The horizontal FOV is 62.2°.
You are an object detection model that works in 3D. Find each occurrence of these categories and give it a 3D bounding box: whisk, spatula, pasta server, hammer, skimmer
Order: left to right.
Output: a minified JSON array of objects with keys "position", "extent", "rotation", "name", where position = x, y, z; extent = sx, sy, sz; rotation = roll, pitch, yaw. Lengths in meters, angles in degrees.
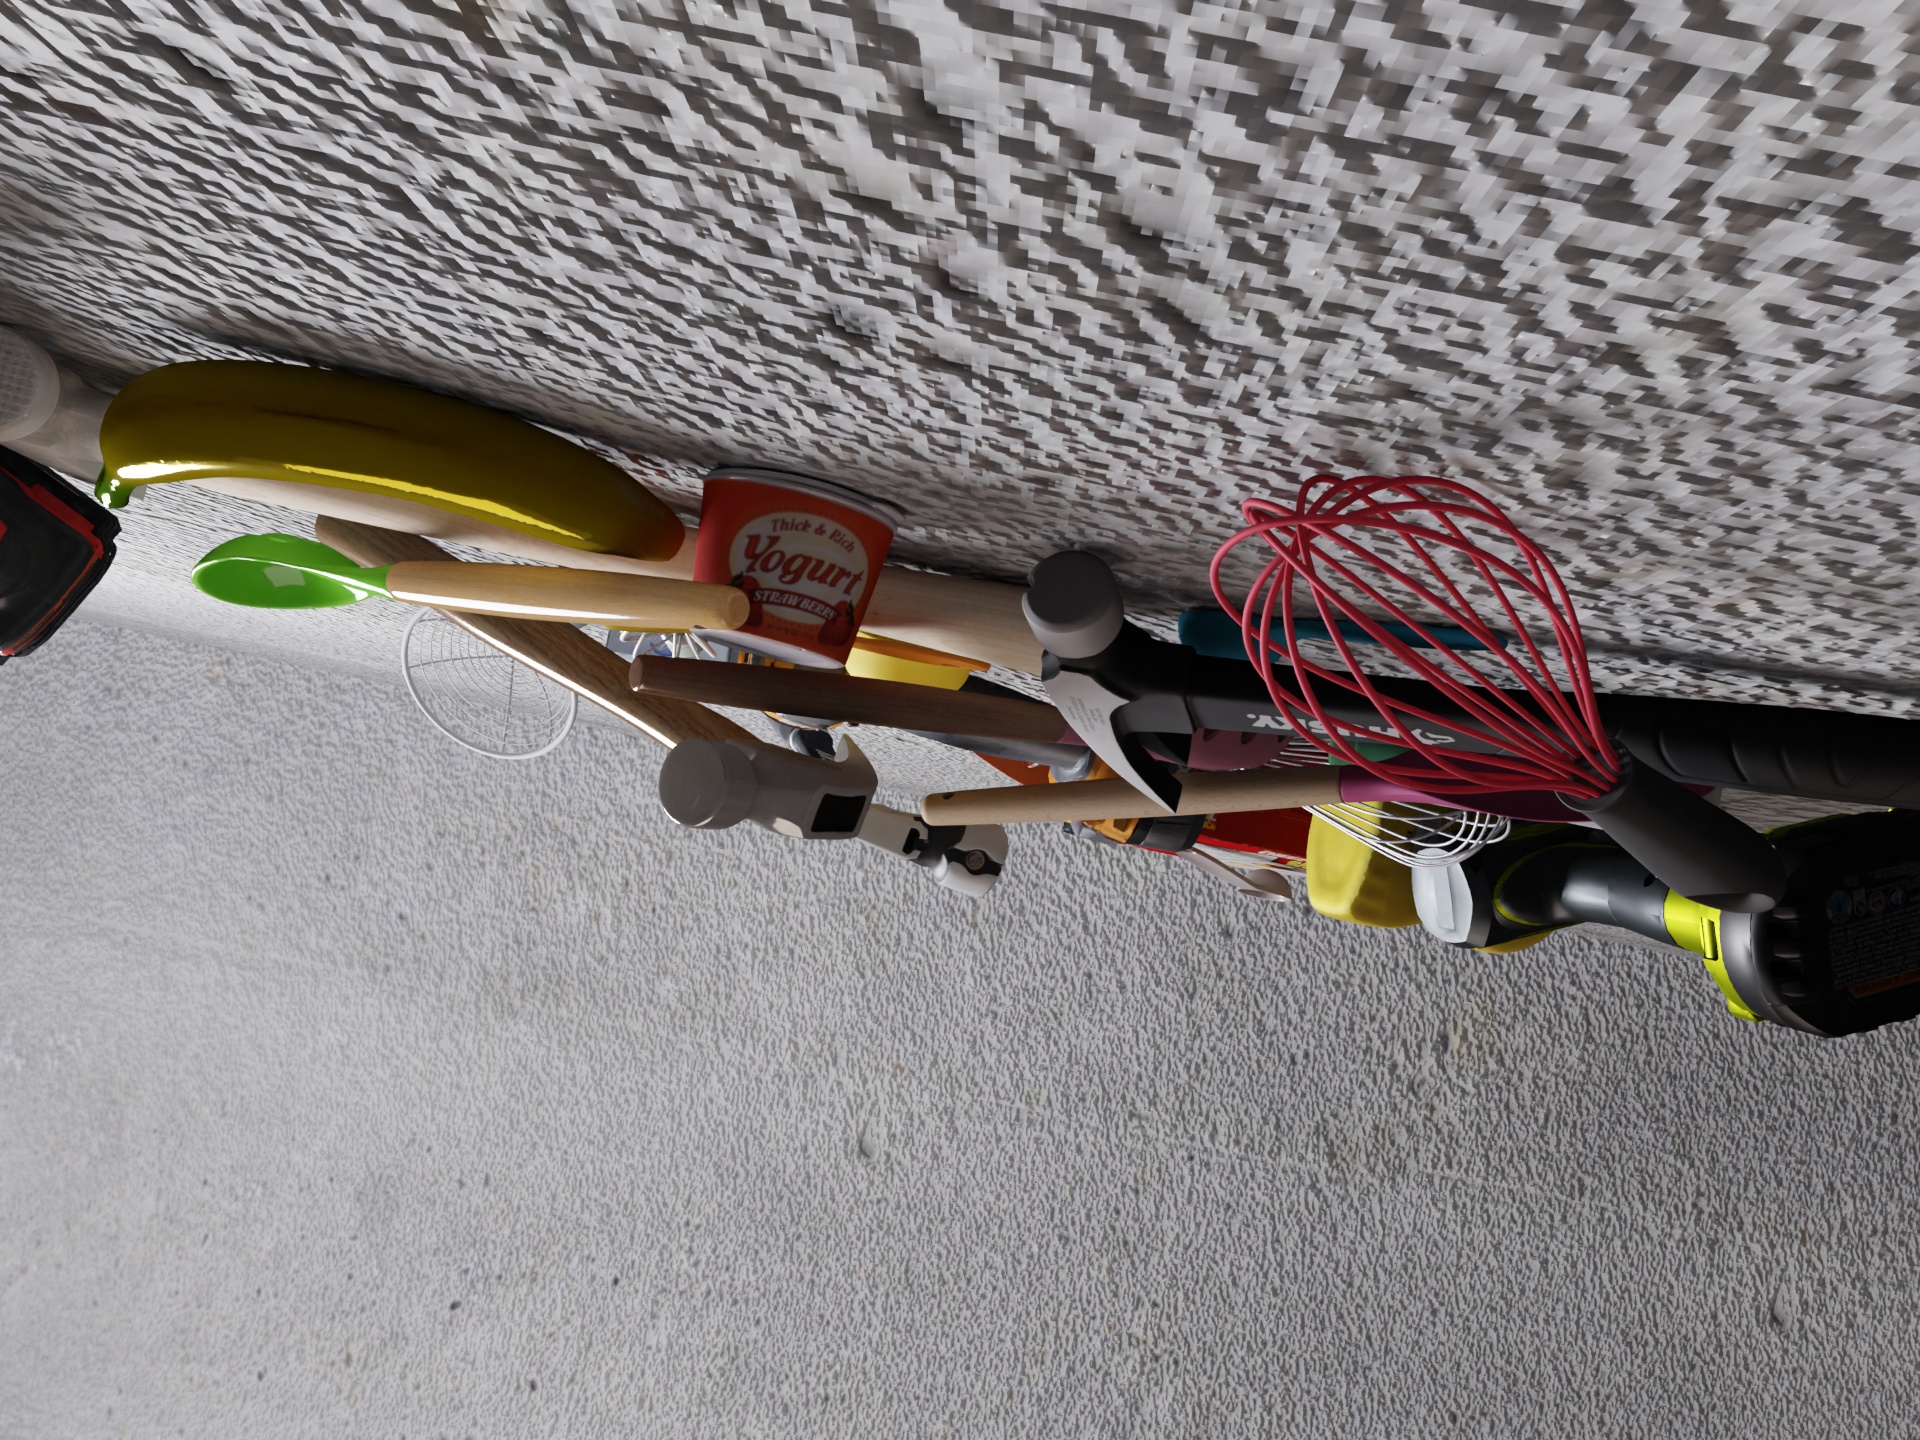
[{"position":[-0.265,-0.036,0.945],"extent":[0.127,0.090,0.363],"rotation":[46,162,-14],"name":"skimmer"},{"position":[-0.166,-0.029,0.664],"extent":[0.331,0.031,0.130],"rotation":[27,-172,33],"name":"hammer"},{"position":[-0.151,-0.072,0.616],"extent":[0.410,0.038,0.146],"rotation":[12,176,-5],"name":"hammer"},{"position":[-0.144,-0.050,0.814],"extent":[0.059,0.058,0.246],"rotation":[47,174,-5],"name":"whisk"},{"position":[-0.090,0.015,0.921],"extent":[0.149,0.036,0.409],"rotation":[20,-176,-15],"name":"hammer"},{"position":[0.018,-0.009,0.639],"extent":[0.316,0.040,0.060],"rotation":[7,-175,-34],"name":"pasta server"},{"position":[0.109,0.043,1.212],"extent":[0.081,0.041,0.322],"rotation":[31,-175,26],"name":"spatula"},{"position":[0.156,0.019,0.819],"extent":[0.070,0.070,0.285],"rotation":[17,178,-41],"name":"whisk"},{"position":[0.194,0.004,0.528],"extent":[0.335,0.035,0.146],"rotation":[6,156,21],"name":"hammer"},{"position":[0.167,0.009,0.440],"extent":[0.295,0.073,0.073],"rotation":[26,167,-40],"name":"whisk"}]

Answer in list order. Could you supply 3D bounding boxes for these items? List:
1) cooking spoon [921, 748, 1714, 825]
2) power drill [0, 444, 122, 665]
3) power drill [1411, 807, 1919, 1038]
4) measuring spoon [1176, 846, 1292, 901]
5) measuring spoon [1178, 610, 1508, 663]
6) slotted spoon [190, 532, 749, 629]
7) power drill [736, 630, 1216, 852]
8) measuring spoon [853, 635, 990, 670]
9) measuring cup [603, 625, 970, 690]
[{"position":[0.128,0.027,0.636],"extent":[0.319,0.069,0.017],"rotation":[-5,125,26],"name":"cooking spoon"},{"position":[-0.399,-0.097,0.543],"extent":[0.187,0.080,0.227],"rotation":[39,169,-12],"name":"power drill"},{"position":[0.342,0.074,0.728],"extent":[0.171,0.080,0.223],"rotation":[-10,-175,-19],"name":"power drill"},{"position":[0.162,0.086,0.952],"extent":[0.034,0.018,0.124],"rotation":[2,162,41],"name":"measuring spoon"},{"position":[0.131,-0.023,0.564],"extent":[0.129,0.021,0.042],"rotation":[6,172,45],"name":"measuring spoon"},{"position":[-0.189,-0.050,0.588],"extent":[0.314,0.031,0.070],"rotation":[7,175,39],"name":"slotted spoon"},{"position":[-0.001,-0.003,0.797],"extent":[0.226,0.084,0.185],"rotation":[17,176,-10],"name":"power drill"},{"position":[-0.041,-0.026,0.597],"extent":[0.117,0.011,0.021],"rotation":[10,177,29],"name":"measuring spoon"},{"position":[-0.070,-0.030,0.660],"extent":[0.156,0.029,0.062],"rotation":[0,-153,-15],"name":"measuring cup"}]
